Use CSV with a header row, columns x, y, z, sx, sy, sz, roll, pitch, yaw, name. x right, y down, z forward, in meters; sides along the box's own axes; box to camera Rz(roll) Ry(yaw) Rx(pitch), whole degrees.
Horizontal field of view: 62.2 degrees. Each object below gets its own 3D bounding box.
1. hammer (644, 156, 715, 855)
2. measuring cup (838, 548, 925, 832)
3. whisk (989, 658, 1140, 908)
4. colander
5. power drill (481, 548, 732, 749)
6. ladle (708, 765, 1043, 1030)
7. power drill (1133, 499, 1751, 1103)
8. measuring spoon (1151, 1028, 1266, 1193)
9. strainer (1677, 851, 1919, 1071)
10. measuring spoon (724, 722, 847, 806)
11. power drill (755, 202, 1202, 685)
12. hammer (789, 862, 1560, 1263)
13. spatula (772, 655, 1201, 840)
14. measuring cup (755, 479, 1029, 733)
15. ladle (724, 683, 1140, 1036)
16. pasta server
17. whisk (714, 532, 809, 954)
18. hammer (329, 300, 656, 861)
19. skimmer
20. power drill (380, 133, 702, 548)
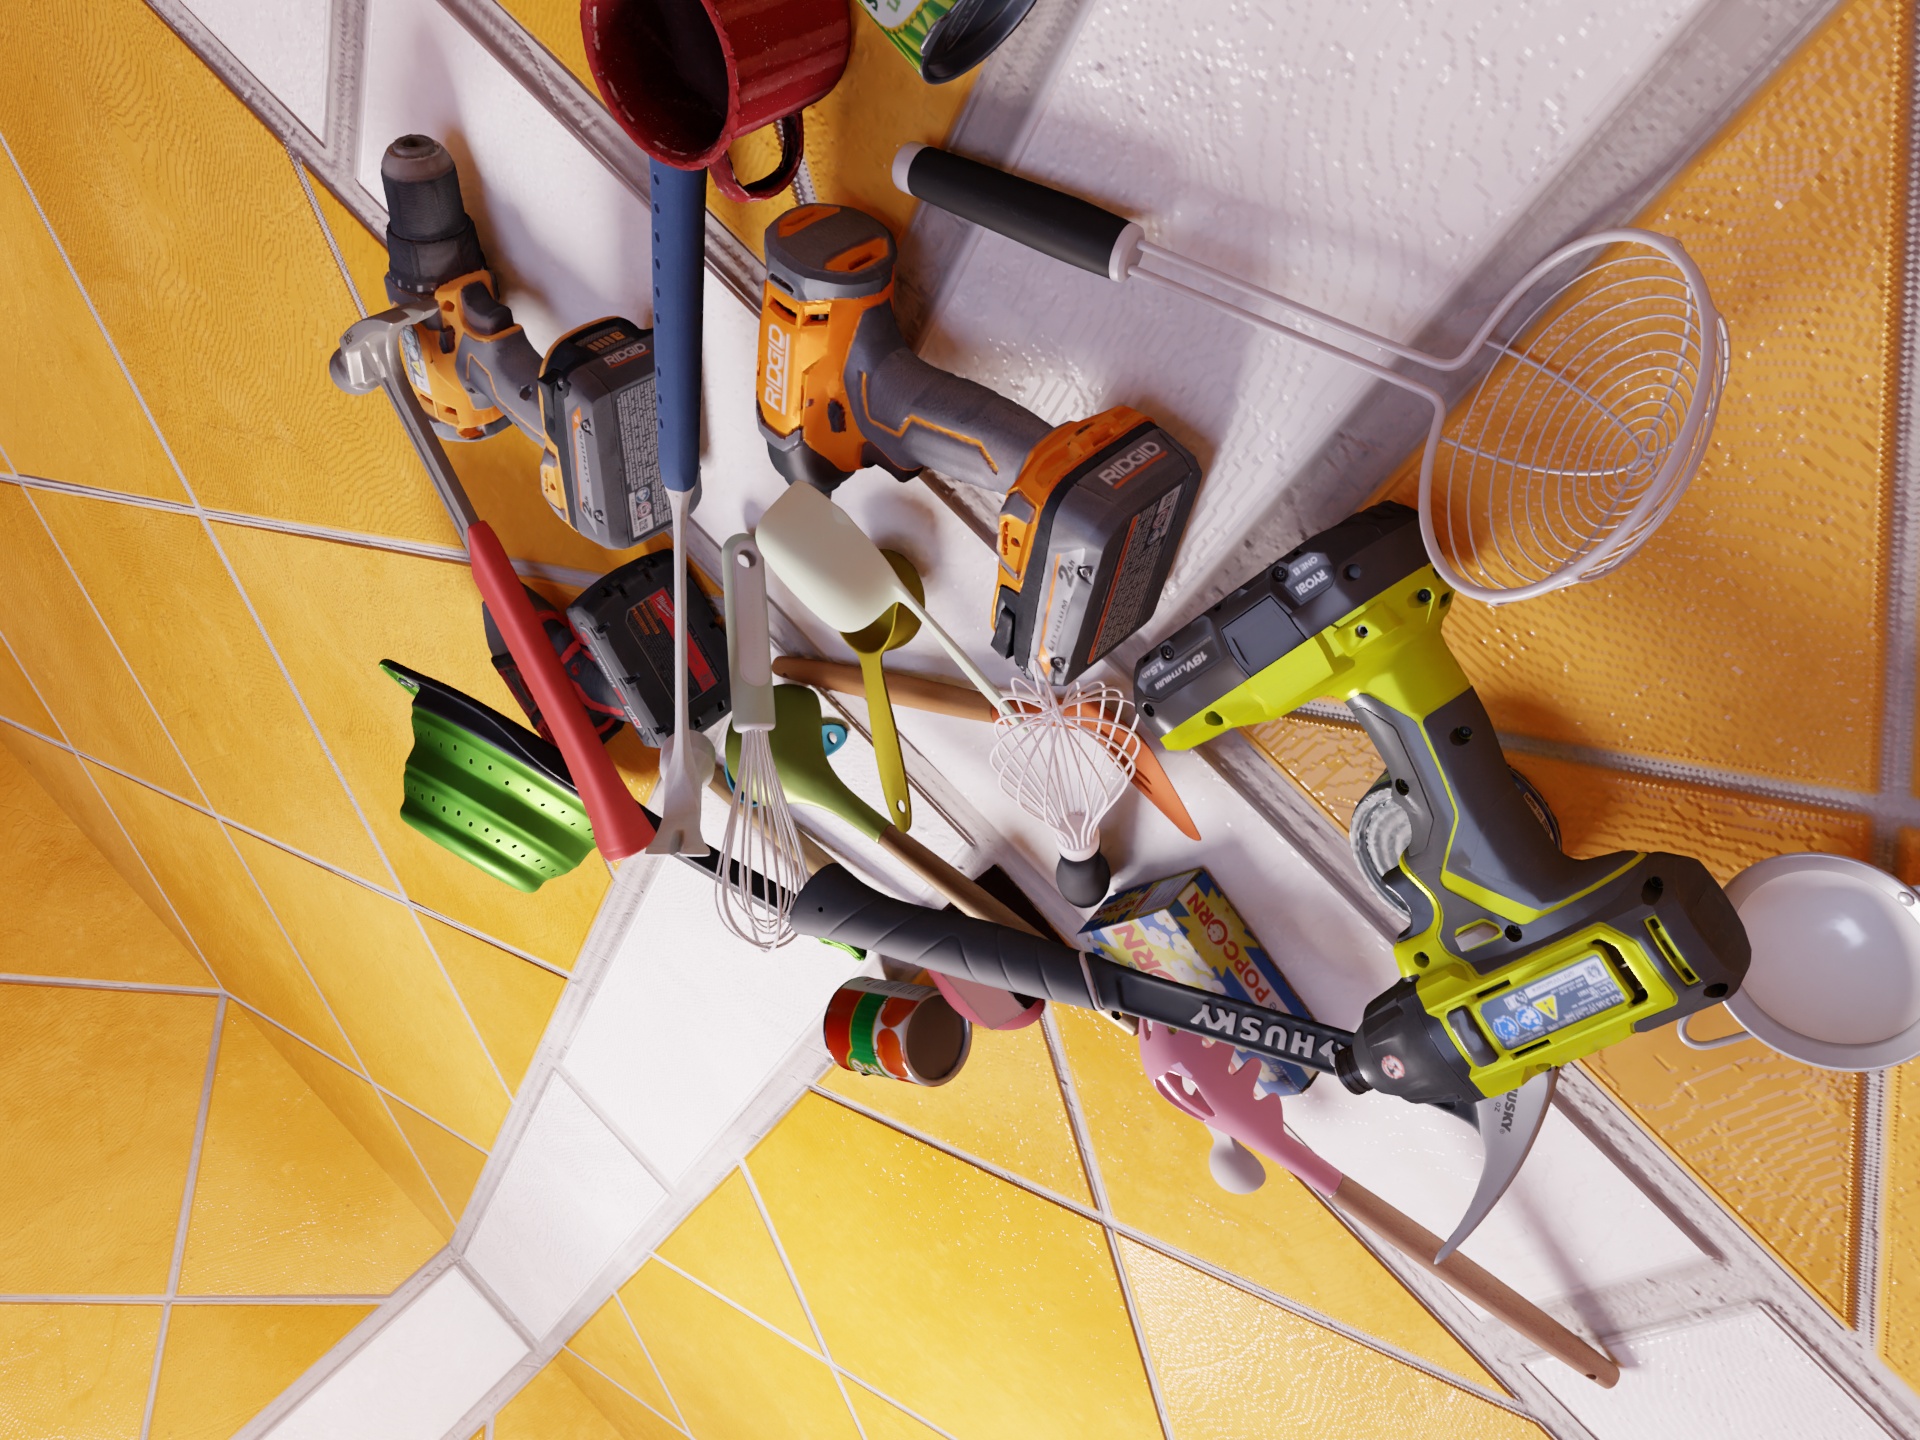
x,y,z,sx,sy,sz,roll,pitch,yaw,name
-0.147,-0.113,0.840,0.035,0.144,0.405,1,117,-7,hammer
-0.035,-0.017,0.868,0.062,0.029,0.156,0,102,49,measuring cup
0.056,0.048,0.778,0.070,0.070,0.284,36,166,19,whisk
-0.255,0.097,1.121,0.397,0.094,0.204,29,167,6,colander
-0.248,-0.045,1.072,0.220,0.078,0.143,-4,119,52,power drill
-0.076,0.108,1.066,0.316,0.031,0.069,35,133,22,ladle
0.175,0.041,0.639,0.171,0.080,0.223,-37,82,37,power drill
0.132,0.218,0.881,0.034,0.018,0.124,-6,120,48,measuring spoon
0.356,0.052,0.544,0.087,0.050,0.258,54,140,13,strainer
-0.108,0.023,1.036,0.128,0.021,0.042,-23,89,44,measuring spoon
-0.009,-0.119,0.747,0.227,0.084,0.164,39,145,20,power drill
0.085,0.141,0.802,0.409,0.036,0.149,11,96,29,hammer
-0.001,-0.003,0.873,0.323,0.041,0.080,12,147,42,spatula
-0.036,-0.044,0.766,0.167,0.038,0.083,47,172,8,measuring cup
-0.018,0.081,0.934,0.320,0.062,0.078,35,103,21,ladle
0.220,0.252,0.836,0.316,0.040,0.060,35,144,-4,pasta server
-0.119,0.012,0.922,0.059,0.057,0.246,162,104,-64,whisk
-0.274,-0.075,0.972,0.149,0.037,0.359,1,119,56,hammer
0.098,-0.159,0.586,0.363,0.090,0.127,31,108,28,skimmer
-0.253,-0.220,0.918,0.226,0.084,0.185,34,141,29,power drill
